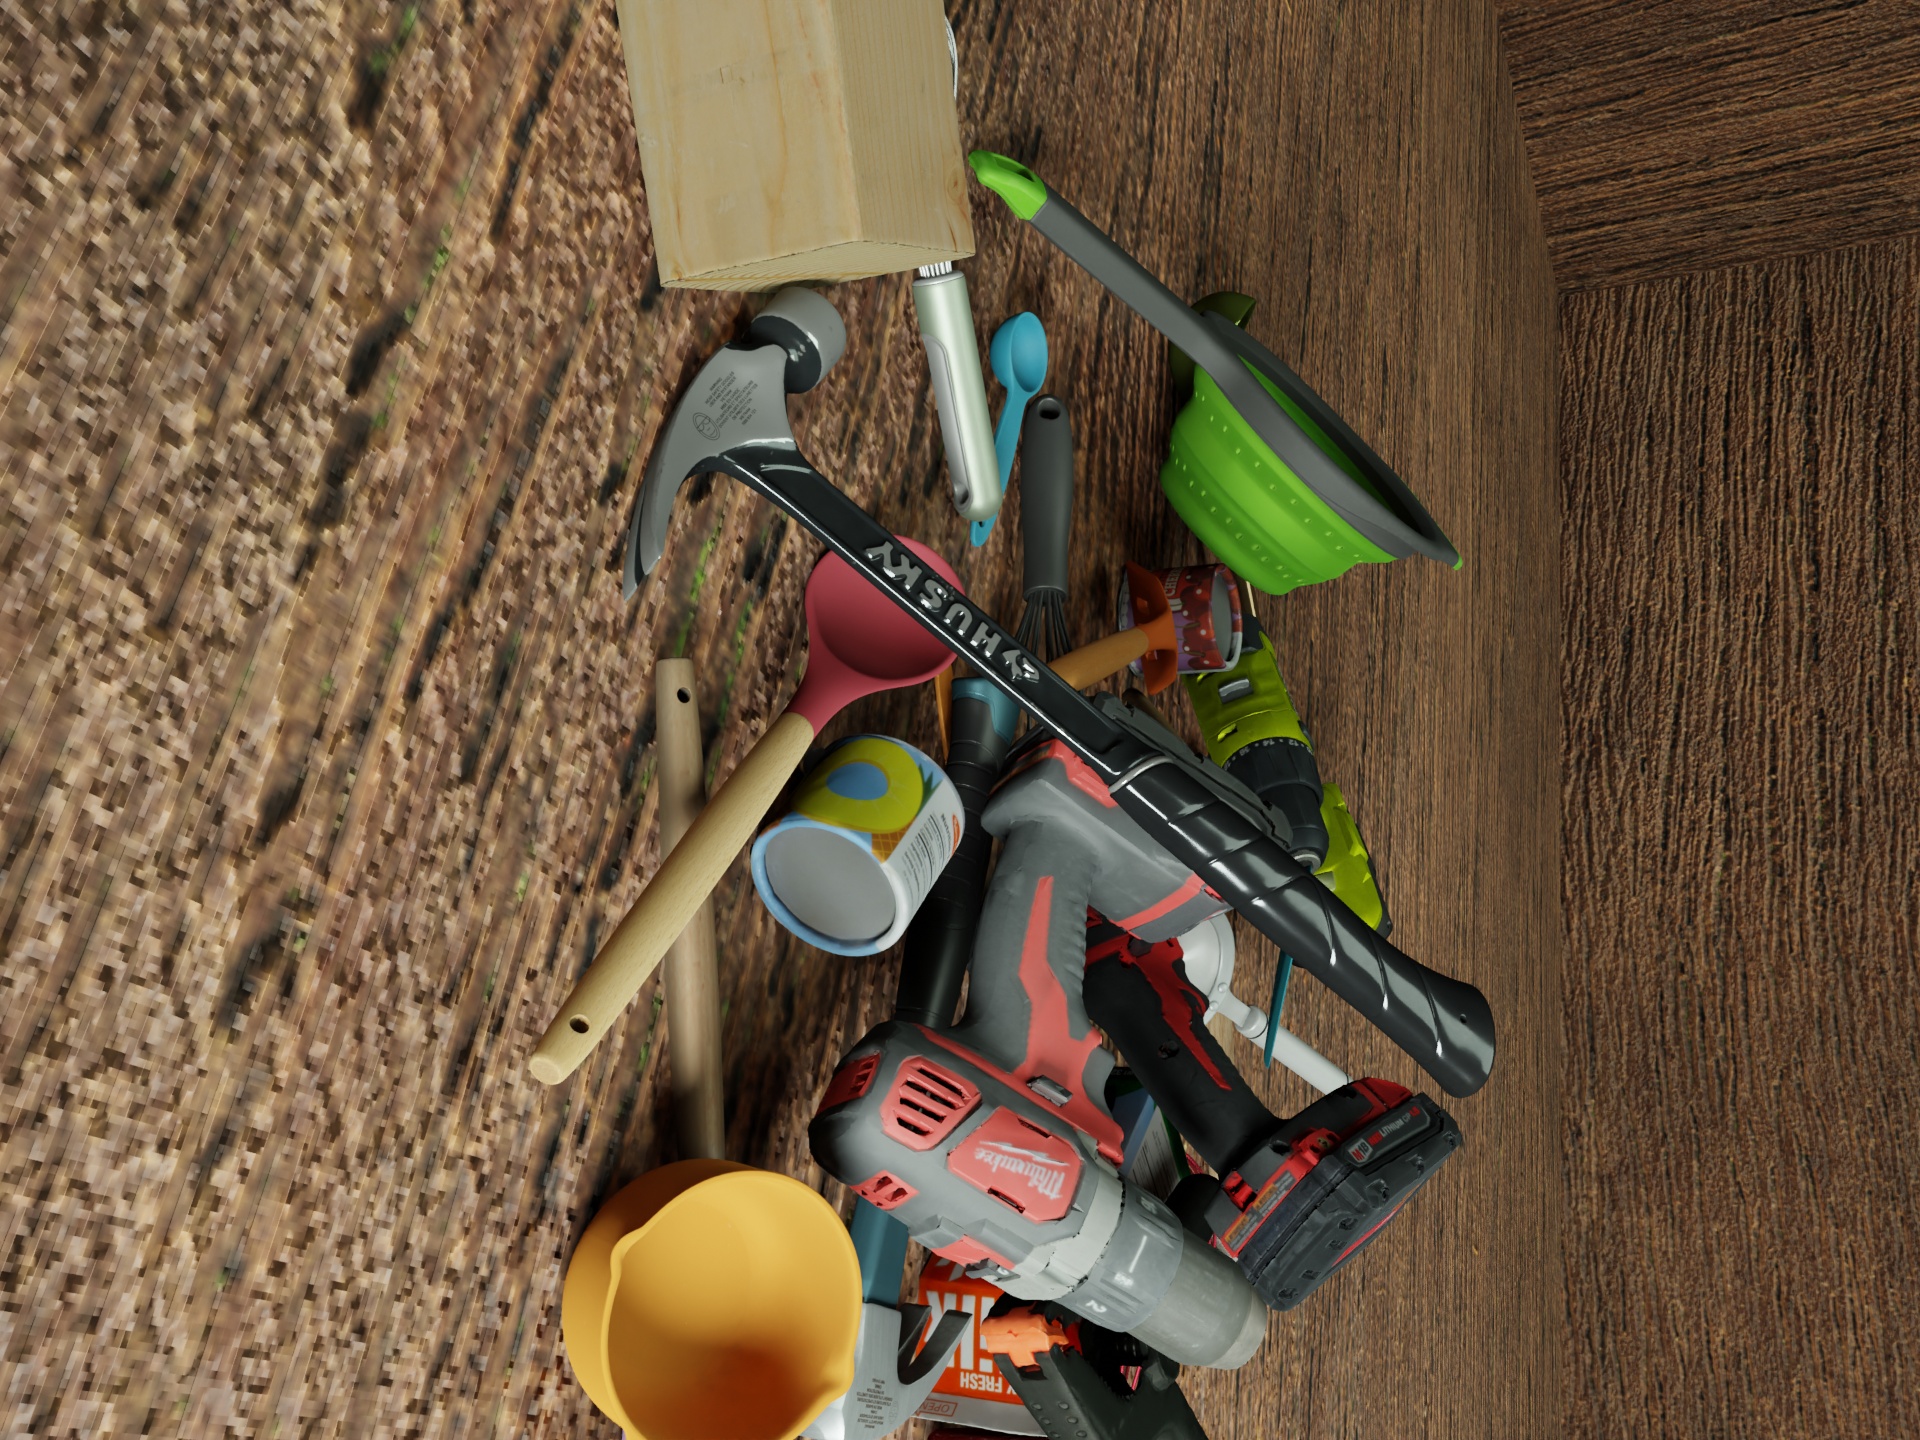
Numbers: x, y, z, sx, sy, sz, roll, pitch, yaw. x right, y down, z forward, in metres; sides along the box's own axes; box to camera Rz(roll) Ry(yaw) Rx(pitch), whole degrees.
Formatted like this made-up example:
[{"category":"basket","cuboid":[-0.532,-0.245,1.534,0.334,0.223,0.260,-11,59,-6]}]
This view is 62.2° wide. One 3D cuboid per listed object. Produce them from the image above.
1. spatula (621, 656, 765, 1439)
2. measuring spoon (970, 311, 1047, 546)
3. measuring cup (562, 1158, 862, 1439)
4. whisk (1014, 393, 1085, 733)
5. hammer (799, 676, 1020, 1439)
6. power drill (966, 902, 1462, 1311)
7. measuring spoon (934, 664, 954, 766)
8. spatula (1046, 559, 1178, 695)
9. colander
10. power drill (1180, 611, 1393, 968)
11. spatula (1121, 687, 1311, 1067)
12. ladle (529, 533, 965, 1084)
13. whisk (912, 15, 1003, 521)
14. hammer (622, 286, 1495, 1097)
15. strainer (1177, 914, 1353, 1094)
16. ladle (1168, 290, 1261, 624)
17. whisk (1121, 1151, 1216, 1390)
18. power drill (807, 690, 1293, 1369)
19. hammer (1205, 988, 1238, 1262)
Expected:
[{"category":"spatula","cuboid":[-0.091,0.135,0.544,0.059,0.018,0.316,0,84,-33]},{"category":"measuring spoon","cuboid":[0.016,-0.147,0.804,0.042,0.021,0.129,38,63,-56]},{"category":"measuring cup","cuboid":[-0.101,0.217,0.488,0.095,0.052,0.174,40,67,-24]},{"category":"whisk","cuboid":[0.040,-0.064,0.806,0.055,0.055,0.239,40,47,-54]},{"category":"hammer","cuboid":[-0.016,0.126,0.671,0.128,0.033,0.331,46,50,-51]},{"category":"power drill","cuboid":[0.116,0.152,0.749,0.143,0.220,0.078,-9,136,-51]},{"category":"measuring spoon","cuboid":[-0.001,-0.002,0.749,0.021,0.011,0.117,-26,110,-61]},{"category":"spatula","cuboid":[0.072,-0.034,0.785,0.322,0.041,0.081,-25,105,-69]},{"category":"colander","cuboid":[0.129,-0.177,0.917,0.396,0.094,0.205,29,27,-34]},{"category":"power drill","cuboid":[0.213,0.063,1.030,0.228,0.080,0.191,57,16,-45]},{"category":"spatula","cuboid":[0.124,0.050,0.807,0.318,0.044,0.082,-116,-151,-63]},{"category":"ladle","cuboid":[-0.067,0.016,0.563,0.069,0.031,0.315,33,36,-2]},{"category":"whisk","cuboid":[-0.012,-0.210,0.727,0.059,0.058,0.246,-21,112,-26]},{"category":"hammer","cuboid":[0.053,0.012,0.604,0.408,0.036,0.149,40,51,-10]},{"category":"strainer","cuboid":[0.169,0.179,0.962,0.258,0.050,0.087,38,76,-31]},{"category":"ladle","cuboid":[0.196,-0.129,1.083,0.078,0.062,0.320,-46,125,-63]},{"category":"whisk","cuboid":[0.076,0.361,0.806,0.073,0.073,0.296,46,52,-51]},{"category":"power drill","cuboid":[0.061,0.122,0.628,0.187,0.080,0.227,34,53,-11]},{"category":"hammer","cuboid":[0.162,0.197,1.016,0.130,0.031,0.331,-15,99,-62]}]
